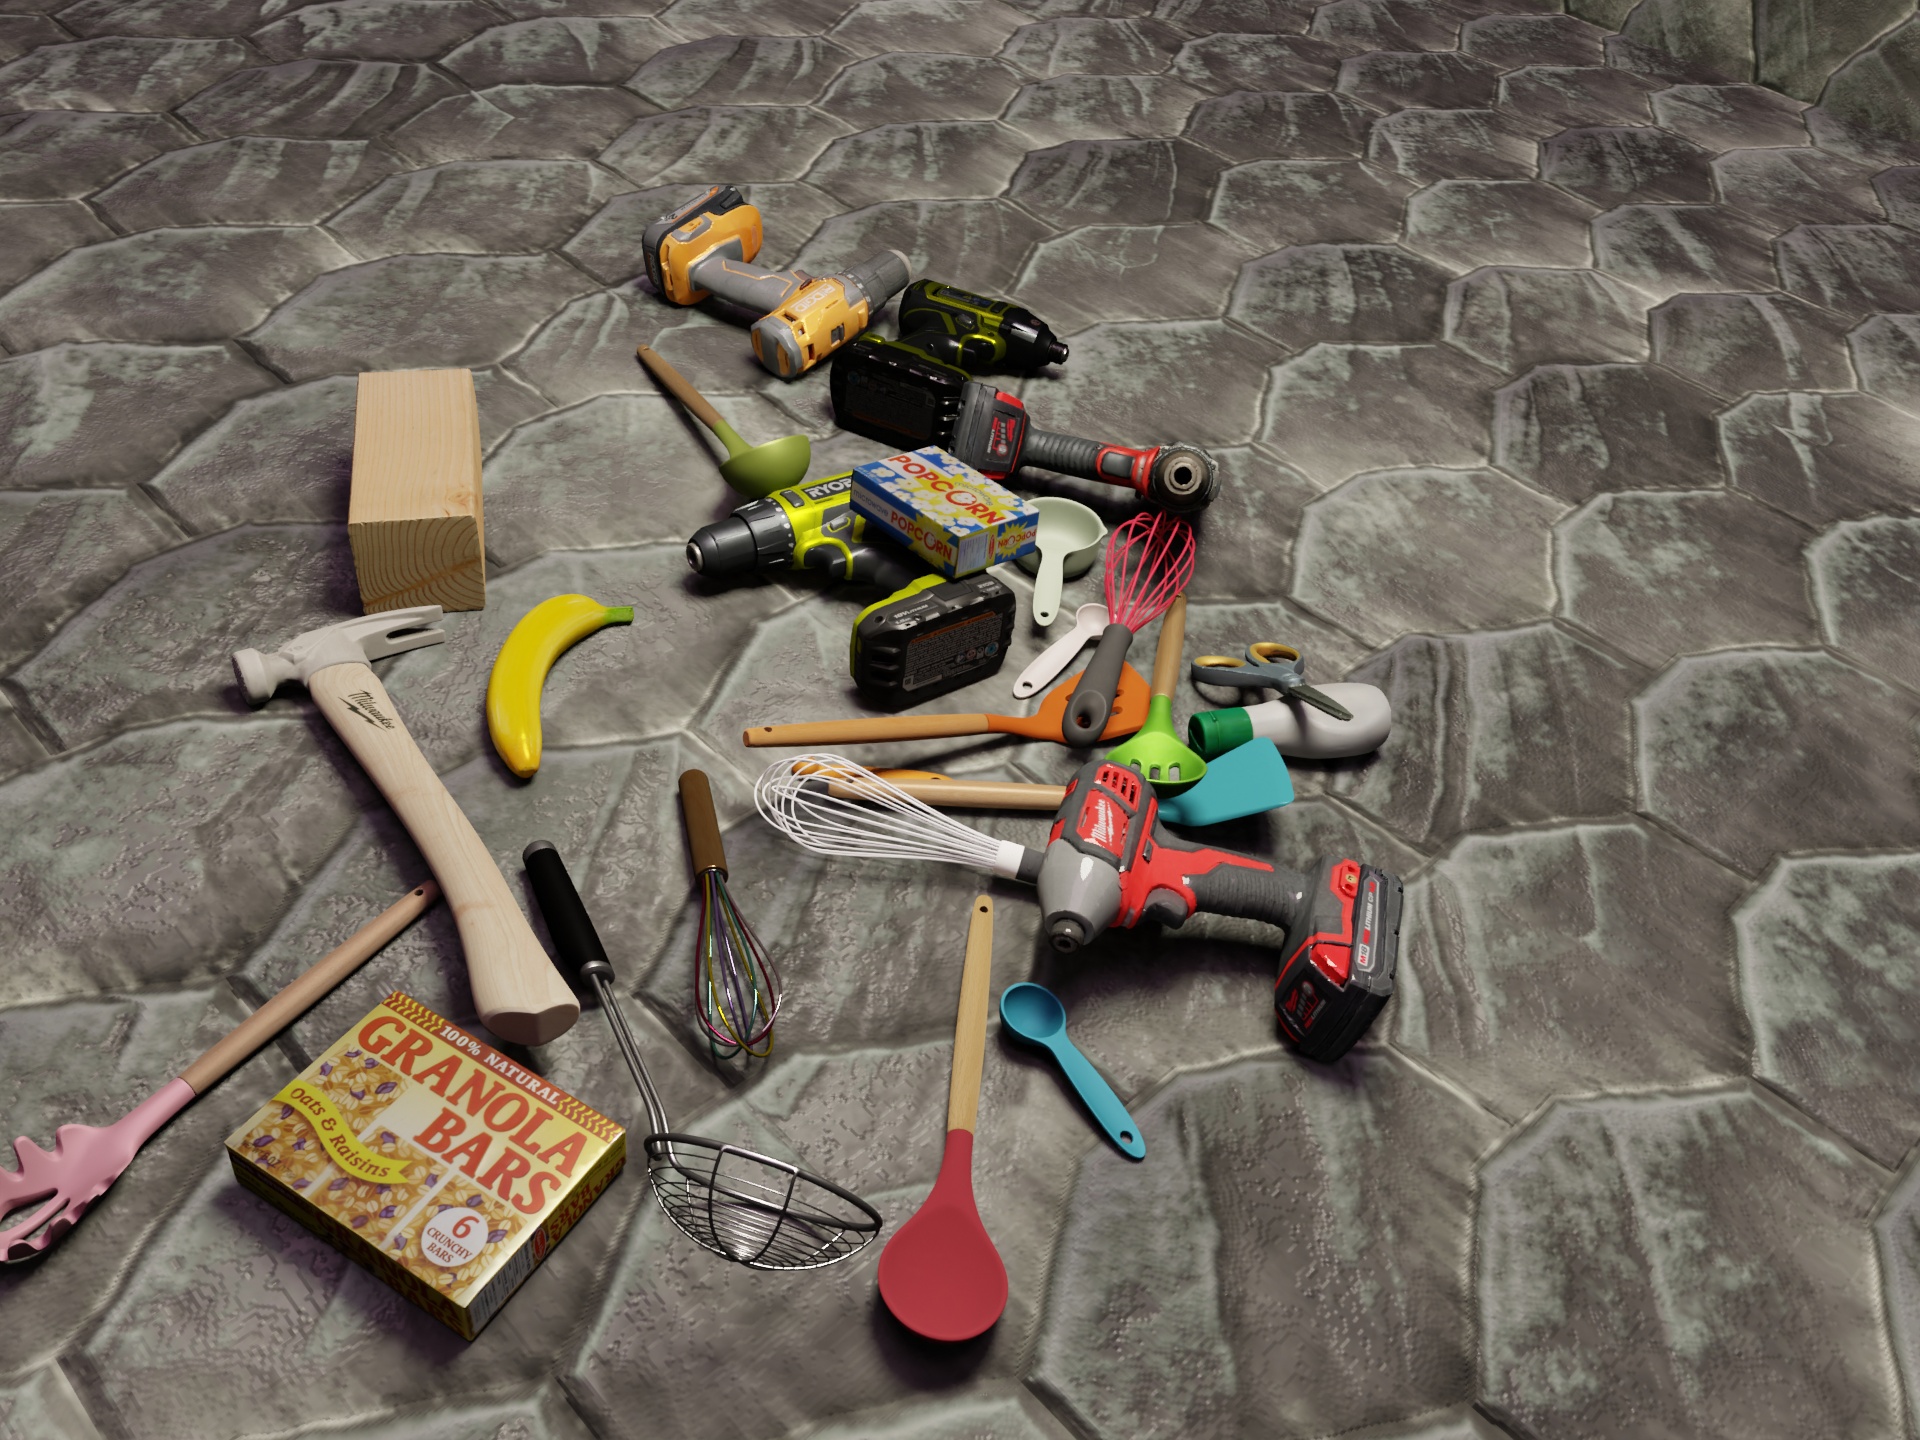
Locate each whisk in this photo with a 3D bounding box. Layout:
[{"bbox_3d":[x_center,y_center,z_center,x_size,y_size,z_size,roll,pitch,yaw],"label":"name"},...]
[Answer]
[{"bbox_3d":[0.001,0.083,1.049,0.284,0.070,0.070,17,42,3],"label":"whisk"},{"bbox_3d":[-0.152,0.117,1.001,0.047,0.051,0.245,13,33,-27],"label":"whisk"},{"bbox_3d":[0.125,-0.075,1.209,0.073,0.073,0.296,17,42,9],"label":"whisk"}]

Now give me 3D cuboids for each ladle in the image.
[{"bbox_3d":[-0.221,-0.276,1.387,0.078,0.062,0.320,-22,42,-22],"label":"ladle"},{"bbox_3d":[0.001,0.218,0.919,0.069,0.031,0.316,12,40,-3],"label":"ladle"}]

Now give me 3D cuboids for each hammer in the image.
[{"bbox_3d":[-0.334,0.053,1.020,0.146,0.038,0.411,-20,45,-29],"label":"hammer"}]

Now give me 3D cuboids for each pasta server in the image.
[{"bbox_3d":[-0.409,0.182,0.885,0.060,0.040,0.316,29,45,17],"label":"pasta server"}]

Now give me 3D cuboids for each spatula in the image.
[{"bbox_3d":[0.068,0.044,1.106,0.317,0.044,0.082,2,33,-6],"label":"spatula"},{"bbox_3d":[-0.002,-0.004,1.126,0.322,0.041,0.081,-4,42,-32],"label":"spatula"}]

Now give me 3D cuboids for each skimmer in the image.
[{"bbox_3d":[-0.164,0.167,0.900,0.090,0.127,0.364,-40,46,-1],"label":"skimmer"}]

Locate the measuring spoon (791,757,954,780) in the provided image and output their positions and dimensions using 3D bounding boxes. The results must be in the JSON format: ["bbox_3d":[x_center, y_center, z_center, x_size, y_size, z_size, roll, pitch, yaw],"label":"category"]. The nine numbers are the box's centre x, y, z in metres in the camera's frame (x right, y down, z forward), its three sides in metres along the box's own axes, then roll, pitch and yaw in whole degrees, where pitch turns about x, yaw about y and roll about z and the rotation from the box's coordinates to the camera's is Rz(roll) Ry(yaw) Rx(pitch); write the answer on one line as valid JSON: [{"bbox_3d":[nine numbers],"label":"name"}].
[{"bbox_3d":[-0.060,0.037,1.118,0.117,0.011,0.021,7,42,-2],"label":"measuring spoon"}]

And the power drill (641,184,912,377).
[{"bbox_3d":[-0.176,-0.441,1.560,0.226,0.084,0.185,36,61,24],"label":"power drill"}]

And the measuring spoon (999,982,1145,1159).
[{"bbox_3d":[0.066,0.212,0.947,0.042,0.021,0.129,-16,56,-38],"label":"measuring spoon"}]

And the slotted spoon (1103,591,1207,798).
[{"bbox_3d":[0.152,-0.024,1.174,0.070,0.031,0.314,6,30,8],"label":"slotted spoon"}]

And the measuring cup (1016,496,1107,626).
[{"bbox_3d":[0.073,-0.119,1.294,0.083,0.038,0.168,9,44,1],"label":"measuring cup"}]

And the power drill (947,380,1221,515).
[{"bbox_3d":[0.106,-0.219,1.329,0.226,0.080,0.188,14,9,5],"label":"power drill"}]

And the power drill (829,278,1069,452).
[{"bbox_3d":[-0.009,-0.338,1.495,0.171,0.080,0.223,21,40,15],"label":"power drill"}]

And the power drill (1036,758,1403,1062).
[{"bbox_3d":[0.155,0.118,0.988,0.219,0.078,0.143,22,43,2],"label":"power drill"}]

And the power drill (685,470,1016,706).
[{"bbox_3d":[-0.084,-0.111,1.231,0.190,0.080,0.229,-21,47,-30],"label":"power drill"}]

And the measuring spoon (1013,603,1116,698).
[{"bbox_3d":[0.079,-0.050,1.239,0.034,0.018,0.124,35,55,18],"label":"measuring spoon"}]
